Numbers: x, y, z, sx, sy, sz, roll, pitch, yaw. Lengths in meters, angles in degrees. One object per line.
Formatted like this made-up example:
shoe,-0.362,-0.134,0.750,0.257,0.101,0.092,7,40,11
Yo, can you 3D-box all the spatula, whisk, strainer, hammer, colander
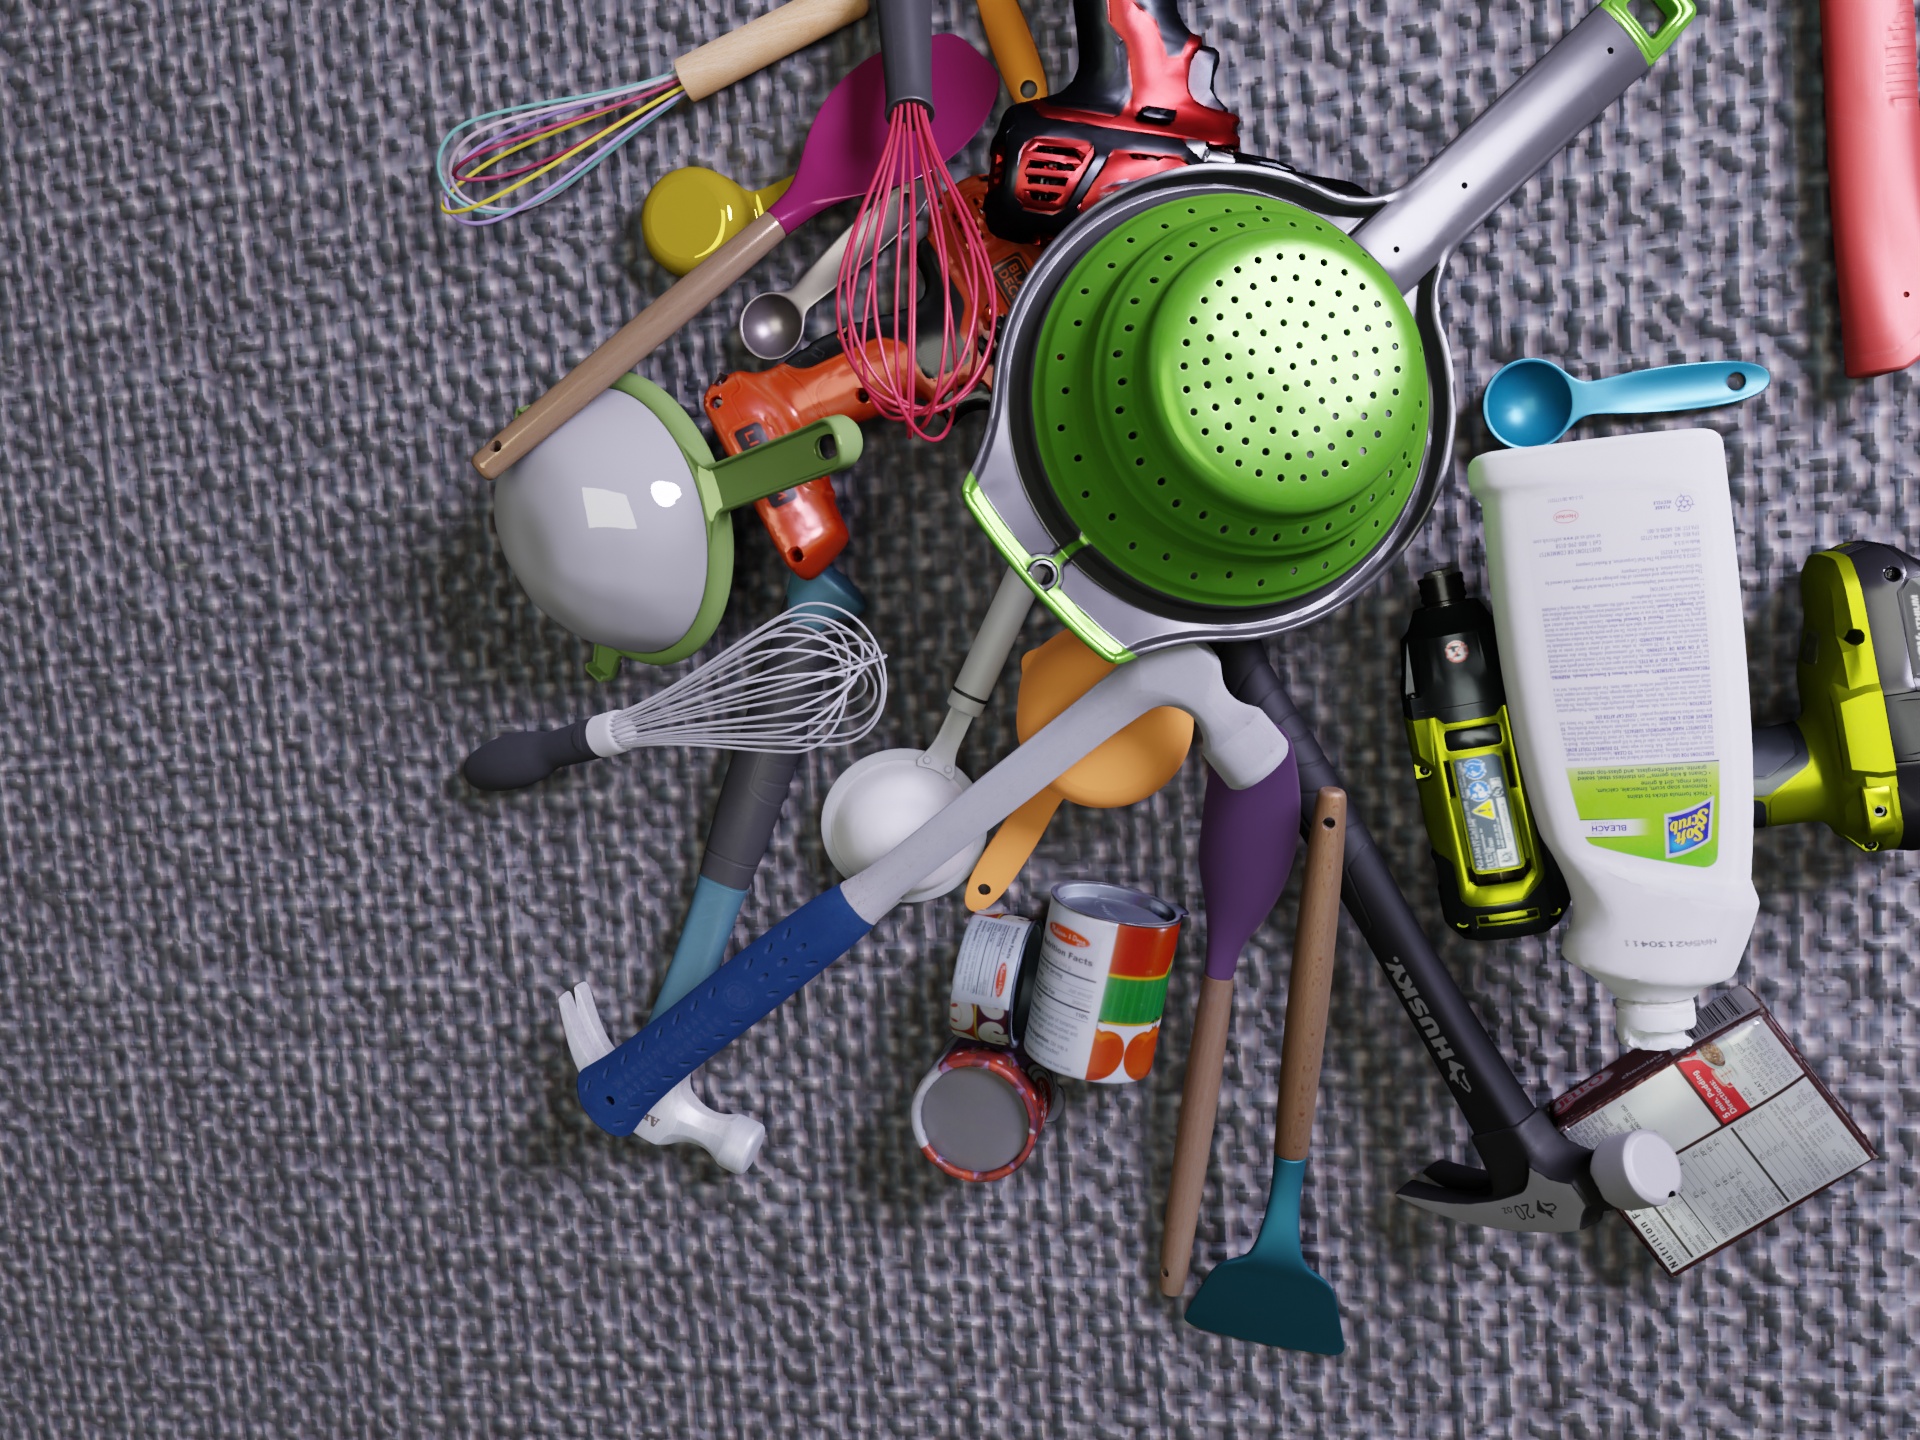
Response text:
spatula,0.161,0.180,0.767,0.082,0.044,0.317,7,107,13
spatula,0.126,0.149,0.786,0.060,0.018,0.315,26,117,47
whisk,-0.160,-0.316,0.805,0.245,0.047,0.051,-22,104,10
strainer,-0.001,-0.003,0.809,0.087,0.050,0.258,24,99,-7
hammer,-0.046,0.078,0.775,0.405,0.035,0.144,-39,95,20
strainer,-0.149,-0.100,0.751,0.256,0.069,0.151,-9,98,46
whisk,-0.155,-0.001,0.811,0.284,0.070,0.070,-13,94,31
whisk,-0.022,-0.262,0.728,0.073,0.073,0.296,-8,71,13
hammer,0.192,0.085,0.753,0.335,0.035,0.146,61,149,10
hammer,-0.120,0.073,0.848,0.128,0.033,0.331,21,101,8
colander,0.179,-0.191,0.658,0.397,0.094,0.204,-43,96,-5
hammer,0.377,-0.329,0.683,0.149,0.037,0.359,-5,96,13

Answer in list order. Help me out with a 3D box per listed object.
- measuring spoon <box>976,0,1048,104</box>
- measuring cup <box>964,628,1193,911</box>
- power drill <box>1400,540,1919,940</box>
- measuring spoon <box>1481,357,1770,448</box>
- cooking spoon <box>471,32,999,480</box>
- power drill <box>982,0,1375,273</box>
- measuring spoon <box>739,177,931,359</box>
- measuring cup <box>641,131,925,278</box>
measuring spoon,0.017,-0.348,0.773,0.021,0.011,0.117,-20,92,14
measuring cup,0.049,0.033,0.787,0.095,0.052,0.173,31,104,-4
power drill,0.318,-0.002,0.718,0.223,0.080,0.171,-11,95,17
measuring spoon,0.305,-0.150,0.735,0.128,0.021,0.042,-6,96,4
cooking spoon,-0.108,-0.222,0.763,0.319,0.017,0.069,-42,79,-7
power drill,0.115,-0.314,0.714,0.188,0.080,0.226,7,99,-8
measuring spoon,-0.061,-0.229,0.808,0.124,0.018,0.034,-41,85,7
measuring cup,-0.089,-0.266,0.798,0.156,0.029,0.062,-15,94,16
